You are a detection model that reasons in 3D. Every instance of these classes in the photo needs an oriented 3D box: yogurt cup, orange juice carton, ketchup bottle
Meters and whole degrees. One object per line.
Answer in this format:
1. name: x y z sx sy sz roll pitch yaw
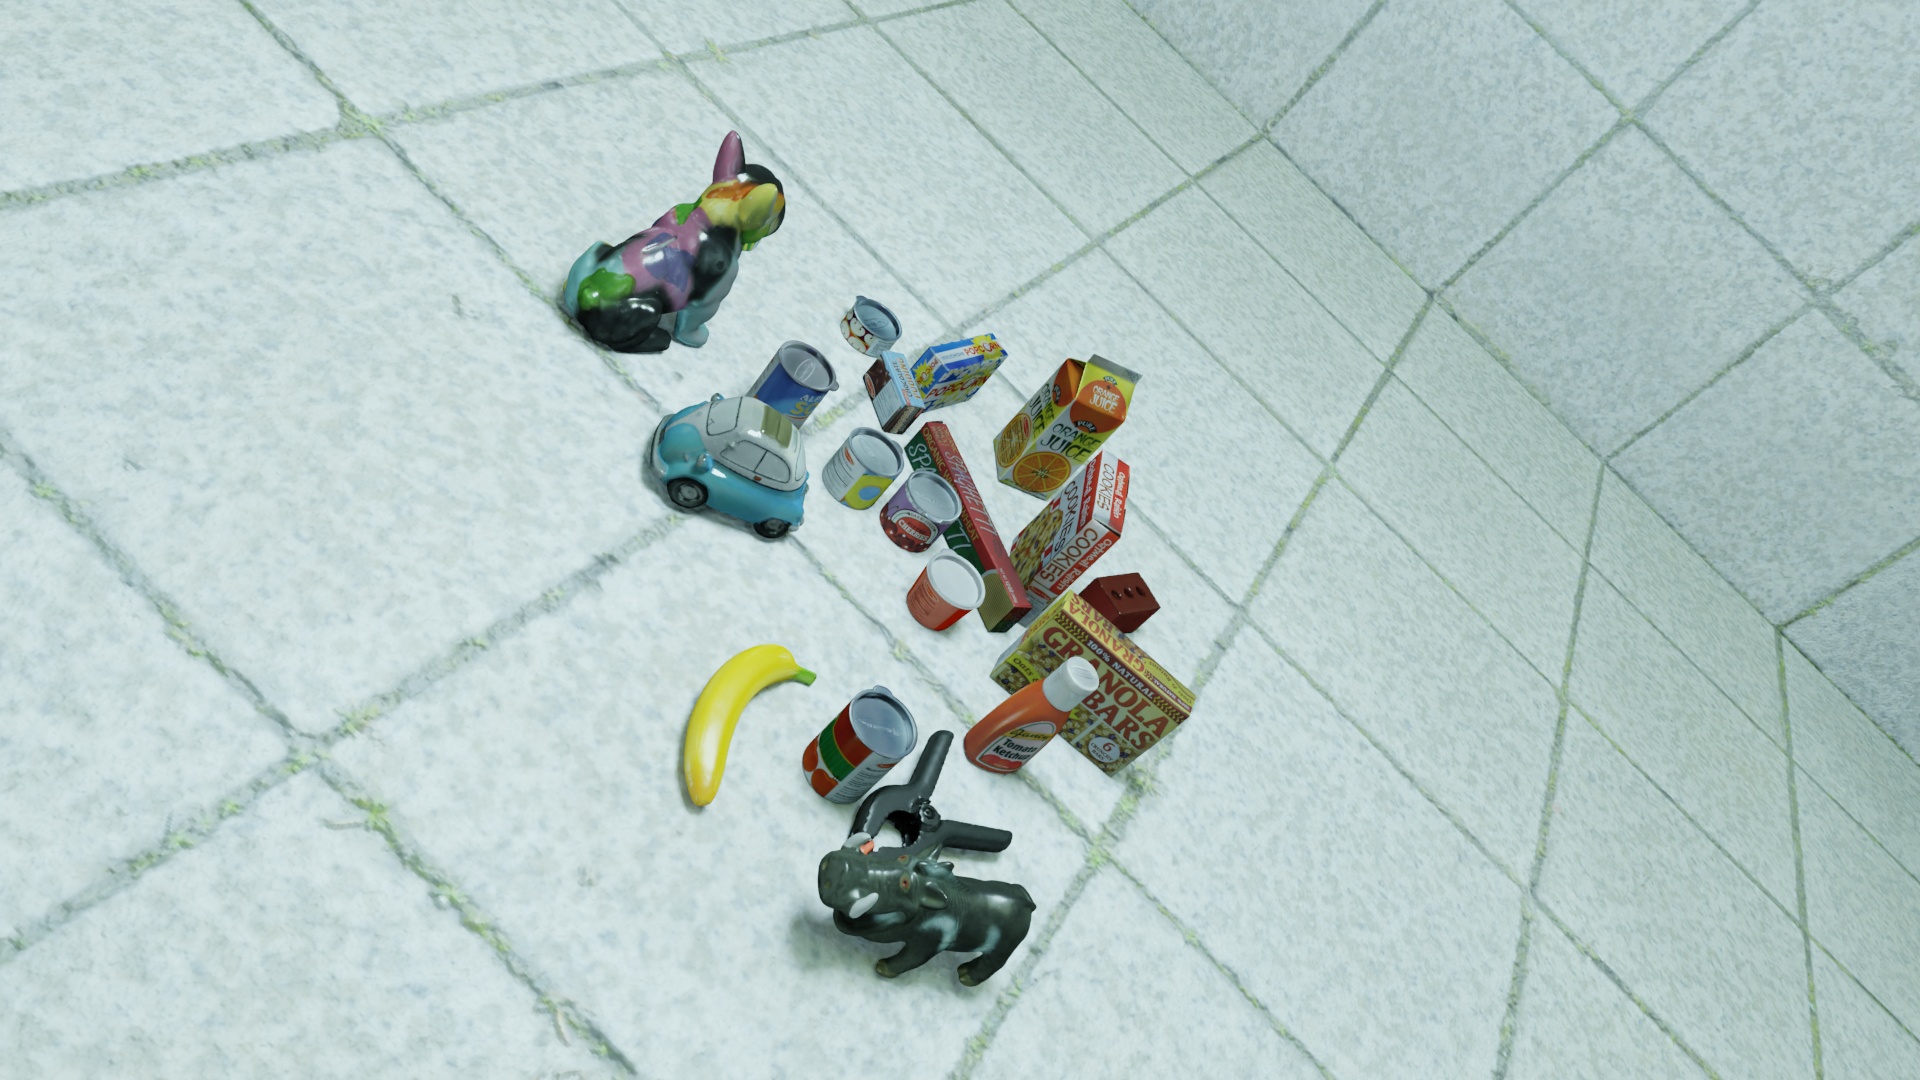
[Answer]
1. yogurt cup: -0.017 0.054 1.385 0.072 0.053 0.073 25 40 -23
2. orange juice carton: 0.122 -0.139 1.591 0.072 0.191 0.073 22 41 -27
3. ketchup bottle: 0.068 0.160 1.279 0.065 0.148 0.044 20 42 -29

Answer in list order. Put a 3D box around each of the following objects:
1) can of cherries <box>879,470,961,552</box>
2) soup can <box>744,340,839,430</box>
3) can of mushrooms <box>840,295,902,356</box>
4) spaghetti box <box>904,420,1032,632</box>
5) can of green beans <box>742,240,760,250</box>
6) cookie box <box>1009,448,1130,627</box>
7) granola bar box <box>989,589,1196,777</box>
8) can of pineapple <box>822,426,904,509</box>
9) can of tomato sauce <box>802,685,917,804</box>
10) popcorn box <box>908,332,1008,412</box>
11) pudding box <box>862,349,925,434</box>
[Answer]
1. can of cherries: -0.043 -0.028 1.439 0.071 0.058 0.072 25 40 -23
2. soup can: -0.174 -0.150 1.417 0.071 0.083 0.072 25 40 -23
3. can of mushrooms: -0.105 -0.250 1.623 0.071 0.033 0.071 25 40 -23
4. spaghetti box: 0.005 -0.019 1.481 0.029 0.050 0.251 3 52 -42
5. can of green beans: -0.249 -0.376 1.594 0.071 0.057 0.071 25 40 -23
6. cookie box: 0.111 -0.002 1.465 0.040 0.166 0.123 33 37 -15
7. granola bar box: 0.130 0.144 1.374 0.165 0.123 0.039 40 36 -4
8. can of pineapple: -0.099 -0.074 1.432 0.071 0.057 0.071 25 40 -23
9. can of tomato sauce: -0.086 0.173 1.176 0.071 0.082 0.071 25 40 -23
10. popcorn box: -0.012 -0.193 1.610 0.038 0.085 0.127 52 37 12
11. pudding box: -0.075 -0.166 1.554 0.030 0.049 0.084 6 50 -40
